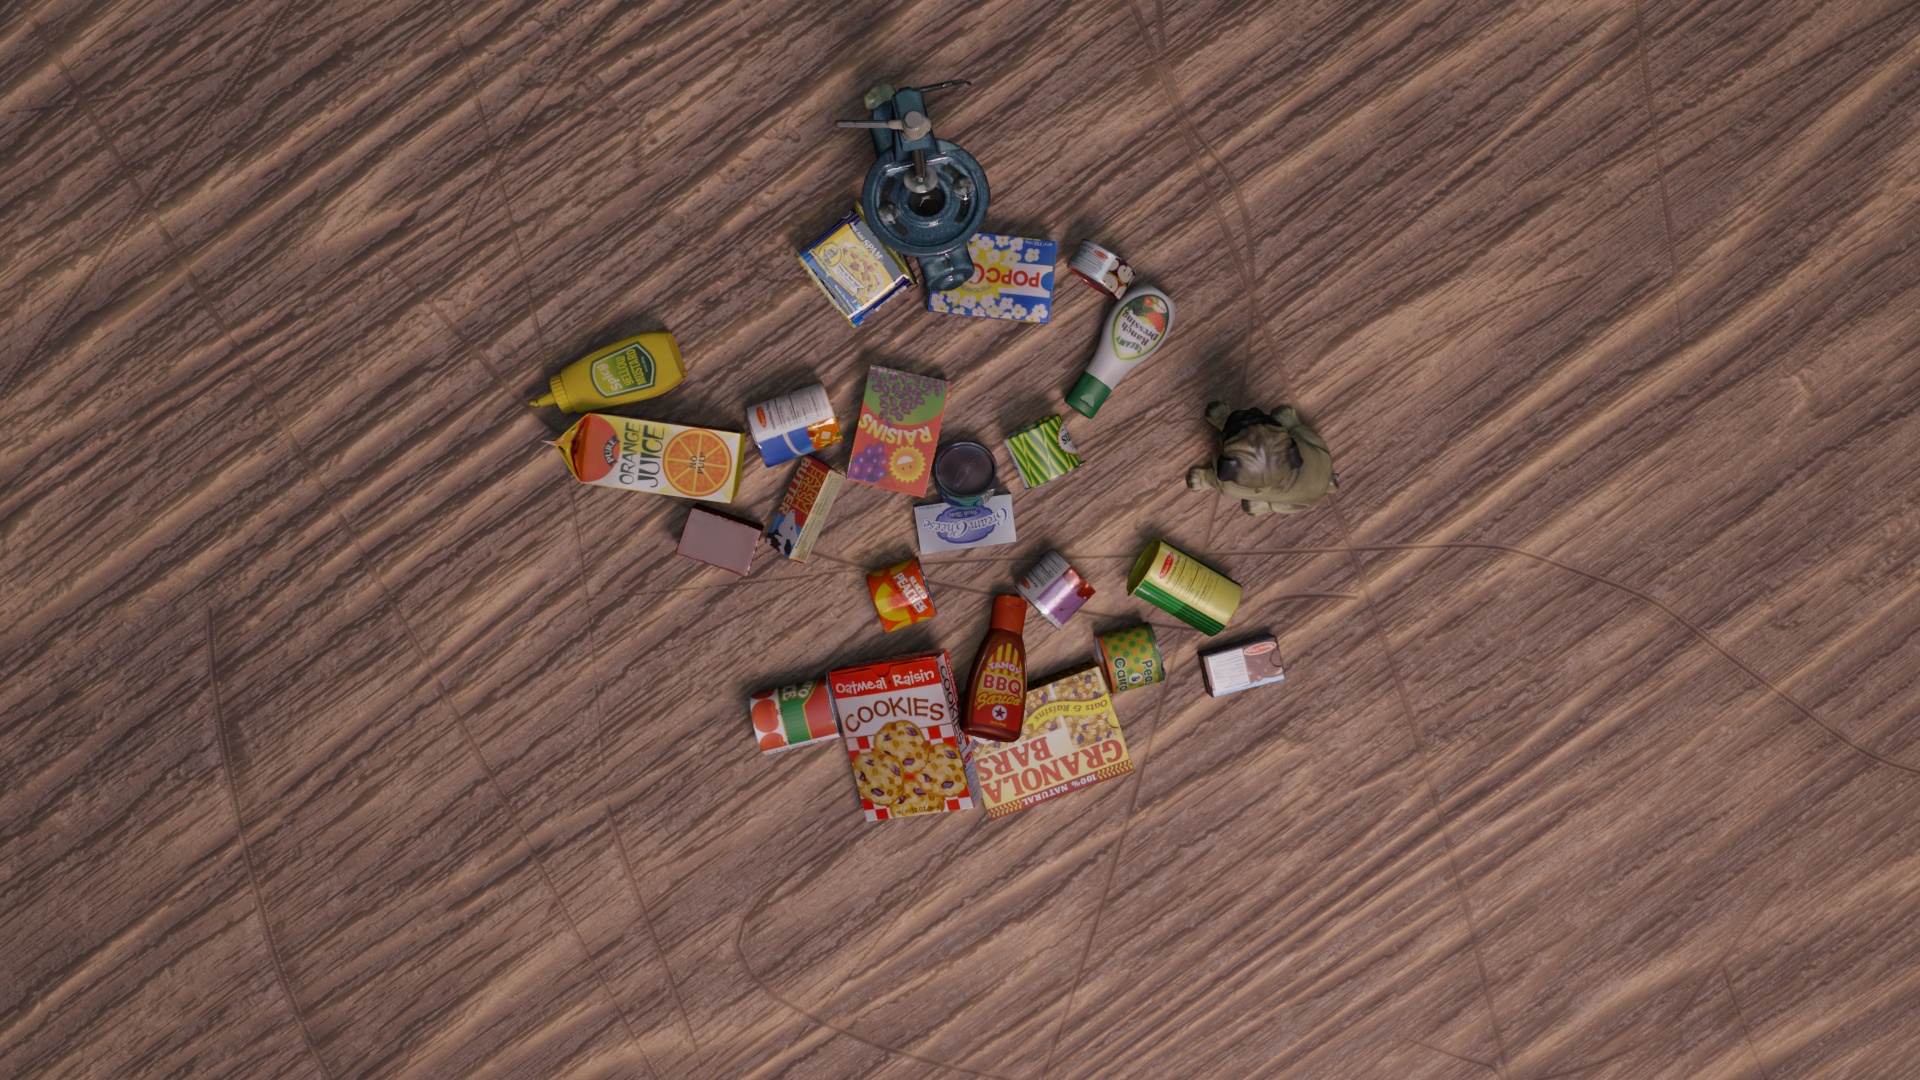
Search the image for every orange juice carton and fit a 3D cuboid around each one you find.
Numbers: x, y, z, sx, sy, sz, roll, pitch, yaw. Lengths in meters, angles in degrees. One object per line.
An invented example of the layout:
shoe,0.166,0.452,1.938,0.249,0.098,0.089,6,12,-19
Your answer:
orange juice carton,-0.320,-0.088,1.409,0.193,0.072,0.073,8,96,-5

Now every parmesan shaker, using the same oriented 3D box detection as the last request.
parmesan shaker,0.235,0.052,1.465,0.103,0.071,0.071,30,94,-7

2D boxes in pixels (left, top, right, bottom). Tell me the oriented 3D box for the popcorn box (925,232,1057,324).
popcorn box,0.031,-0.271,1.429,0.127,0.038,0.085,5,95,-4

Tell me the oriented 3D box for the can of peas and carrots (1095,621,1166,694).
can of peas and carrots,0.179,0.126,1.469,0.059,0.071,0.071,-15,98,-1

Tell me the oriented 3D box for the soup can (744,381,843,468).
soup can,-0.169,-0.117,1.421,0.084,0.071,0.071,-20,98,-2

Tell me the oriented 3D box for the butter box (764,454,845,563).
butter box,-0.161,-0.033,1.435,0.024,0.053,0.103,21,96,-44

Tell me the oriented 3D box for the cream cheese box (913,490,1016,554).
cream cheese box,0.005,-0.018,1.463,0.104,0.024,0.053,-8,98,-3

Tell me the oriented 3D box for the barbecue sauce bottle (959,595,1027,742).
barbecue sauce bottle,0.041,0.132,1.448,0.065,0.043,0.149,15,70,-14

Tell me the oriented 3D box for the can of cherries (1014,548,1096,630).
can of cherries,0.101,0.052,1.458,0.058,0.071,0.071,-45,98,1

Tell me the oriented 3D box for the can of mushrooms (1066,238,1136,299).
can of mushrooms,0.145,-0.277,1.424,0.071,0.071,0.033,31,94,-7

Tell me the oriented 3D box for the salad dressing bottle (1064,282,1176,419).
salad dressing bottle,0.164,-0.195,1.444,0.064,0.044,0.147,34,93,-10

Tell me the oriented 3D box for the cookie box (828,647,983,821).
cookie box,-0.057,0.204,1.457,0.123,0.040,0.167,-11,98,18

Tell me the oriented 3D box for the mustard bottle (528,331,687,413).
mustard bottle,-0.361,-0.162,1.408,0.160,0.049,0.065,-21,96,-2

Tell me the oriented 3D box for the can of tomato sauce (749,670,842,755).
can of tomato sauce,-0.172,0.181,1.453,0.083,0.071,0.071,-14,98,-1

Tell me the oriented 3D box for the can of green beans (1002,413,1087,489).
can of green beans,0.085,-0.092,1.439,0.071,0.071,0.057,-25,97,-1

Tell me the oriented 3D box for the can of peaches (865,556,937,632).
can of peaches,-0.061,0.056,1.444,0.058,0.071,0.071,-19,98,0

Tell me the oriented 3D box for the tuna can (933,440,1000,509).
tuna can,0.008,-0.066,1.439,0.071,0.032,0.071,0,67,1

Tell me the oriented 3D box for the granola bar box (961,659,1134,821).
granola bar box,0.088,0.214,1.488,0.166,0.039,0.124,-19,98,-1

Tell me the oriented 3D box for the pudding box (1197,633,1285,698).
pudding box,0.303,0.135,1.499,0.084,0.030,0.049,-15,96,-2

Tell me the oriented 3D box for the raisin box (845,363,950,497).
raisin box,-0.065,-0.114,1.440,0.086,0.040,0.123,12,96,-6
